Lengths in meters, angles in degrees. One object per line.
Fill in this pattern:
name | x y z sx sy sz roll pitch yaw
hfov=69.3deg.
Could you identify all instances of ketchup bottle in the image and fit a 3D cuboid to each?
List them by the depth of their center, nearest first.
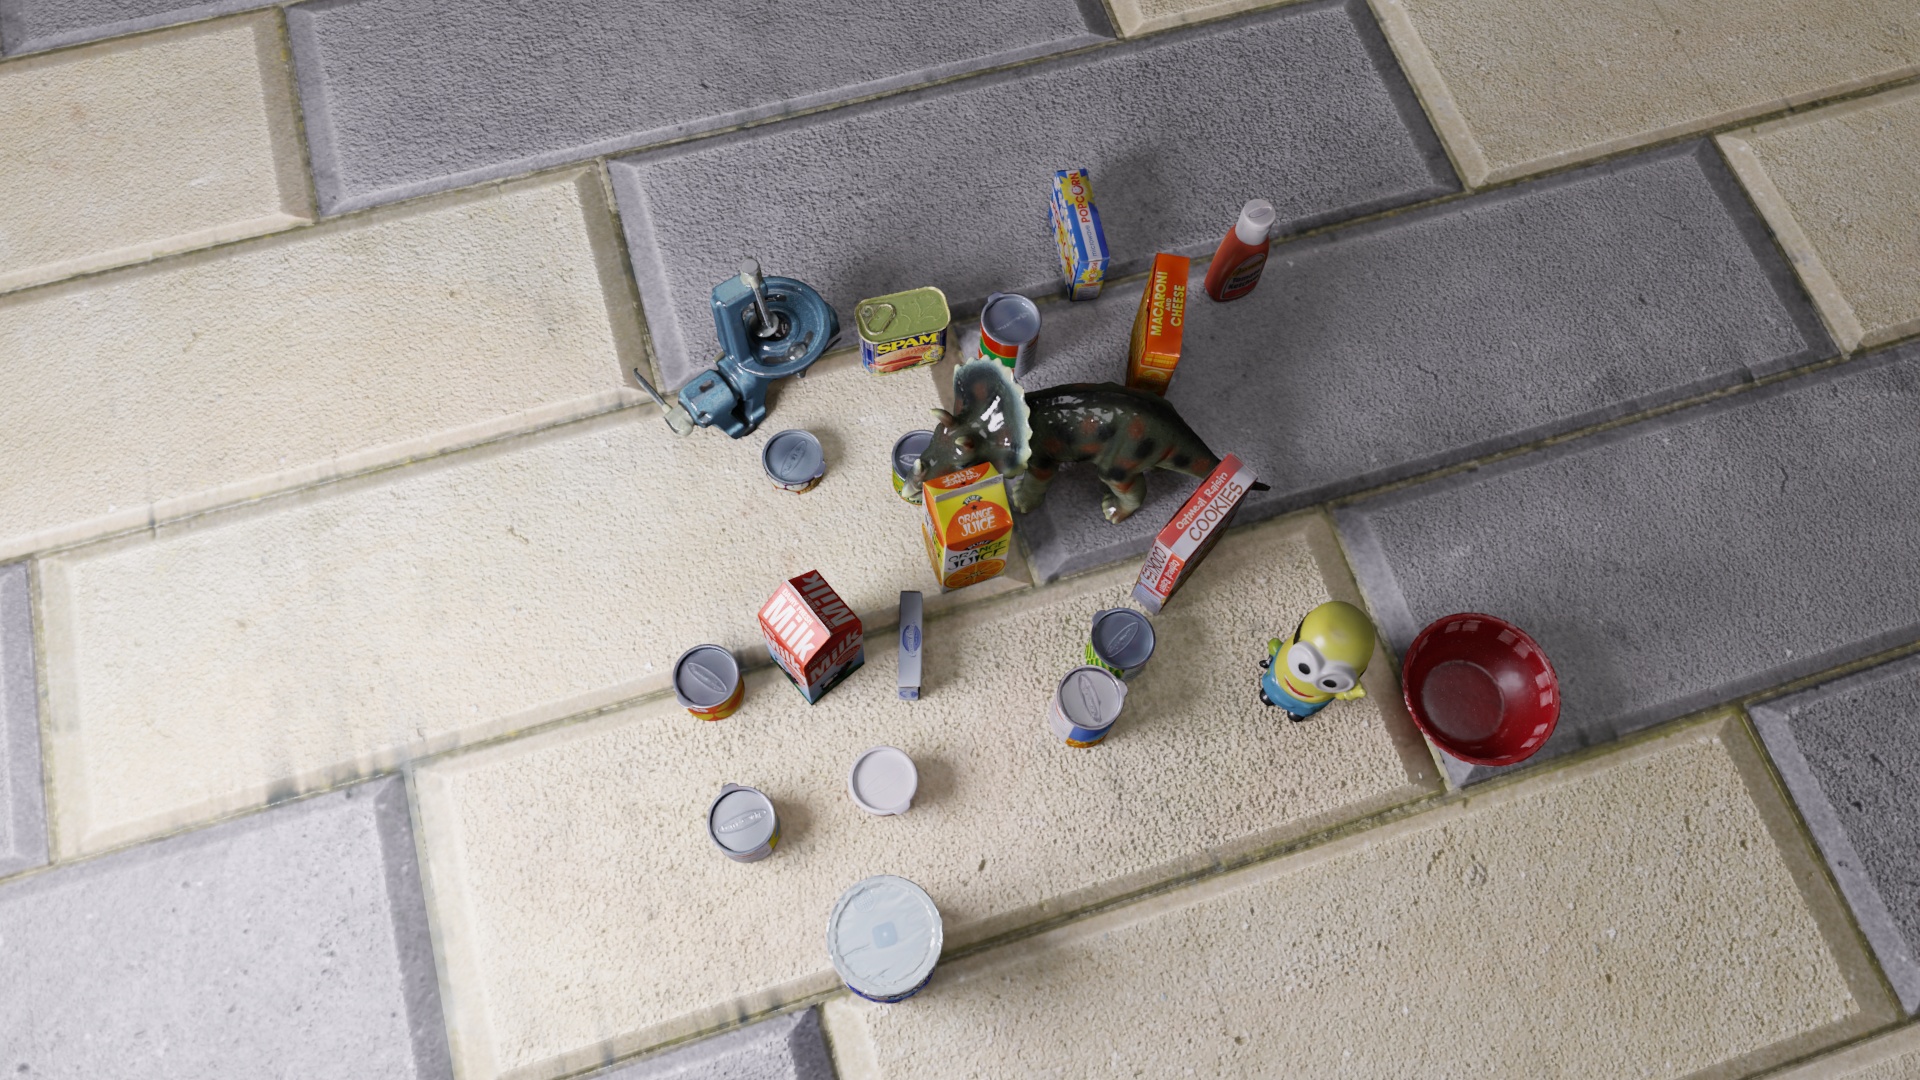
ketchup bottle | 0.319 -0.328 1.564 0.065 0.148 0.043 -23 71 -11

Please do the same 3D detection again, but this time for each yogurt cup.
yogurt cup | -0.076 0.241 1.370 0.072 0.053 0.072 1 68 -2

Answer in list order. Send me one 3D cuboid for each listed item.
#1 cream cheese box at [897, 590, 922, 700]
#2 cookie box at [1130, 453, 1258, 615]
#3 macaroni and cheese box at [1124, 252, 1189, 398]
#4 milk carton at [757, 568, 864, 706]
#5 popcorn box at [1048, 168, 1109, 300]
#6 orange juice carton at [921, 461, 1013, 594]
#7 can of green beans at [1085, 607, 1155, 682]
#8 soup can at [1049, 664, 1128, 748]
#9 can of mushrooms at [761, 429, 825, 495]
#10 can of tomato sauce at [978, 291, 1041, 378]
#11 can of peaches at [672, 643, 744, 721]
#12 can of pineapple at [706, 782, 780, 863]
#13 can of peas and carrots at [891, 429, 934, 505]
cream cheese box | -0.052 0.108 1.424 0.024 0.053 0.104 1 68 -2
cookie box | 0.236 -0.004 1.421 0.040 0.166 0.123 39 72 12
macaroni and cheese box | 0.209 -0.213 1.504 0.040 0.165 0.124 9 68 1
milk carton | -0.144 0.091 1.354 0.073 0.189 0.072 -38 75 -15
popcorn box | 0.135 -0.352 1.600 0.038 0.085 0.127 -9 69 -6
orange juice carton | 0.005 -0.018 1.403 0.072 0.192 0.073 -17 70 -9
can of green beans | 0.164 0.109 1.431 0.071 0.057 0.071 1 68 -2
soup can | 0.128 0.167 1.392 0.071 0.083 0.071 1 68 -2
can of mushrooms | -0.179 -0.083 1.507 0.071 0.033 0.071 1 68 -2
can of tomato sauce | 0.052 -0.227 1.548 0.071 0.082 0.071 1 68 -2
can of peaches | -0.254 0.146 1.398 0.071 0.058 0.071 1 68 -2
can of pineapple | -0.210 0.275 1.348 0.071 0.057 0.071 1 68 -2
can of peas and carrots | -0.041 -0.076 1.496 0.071 0.058 0.071 1 68 -2
